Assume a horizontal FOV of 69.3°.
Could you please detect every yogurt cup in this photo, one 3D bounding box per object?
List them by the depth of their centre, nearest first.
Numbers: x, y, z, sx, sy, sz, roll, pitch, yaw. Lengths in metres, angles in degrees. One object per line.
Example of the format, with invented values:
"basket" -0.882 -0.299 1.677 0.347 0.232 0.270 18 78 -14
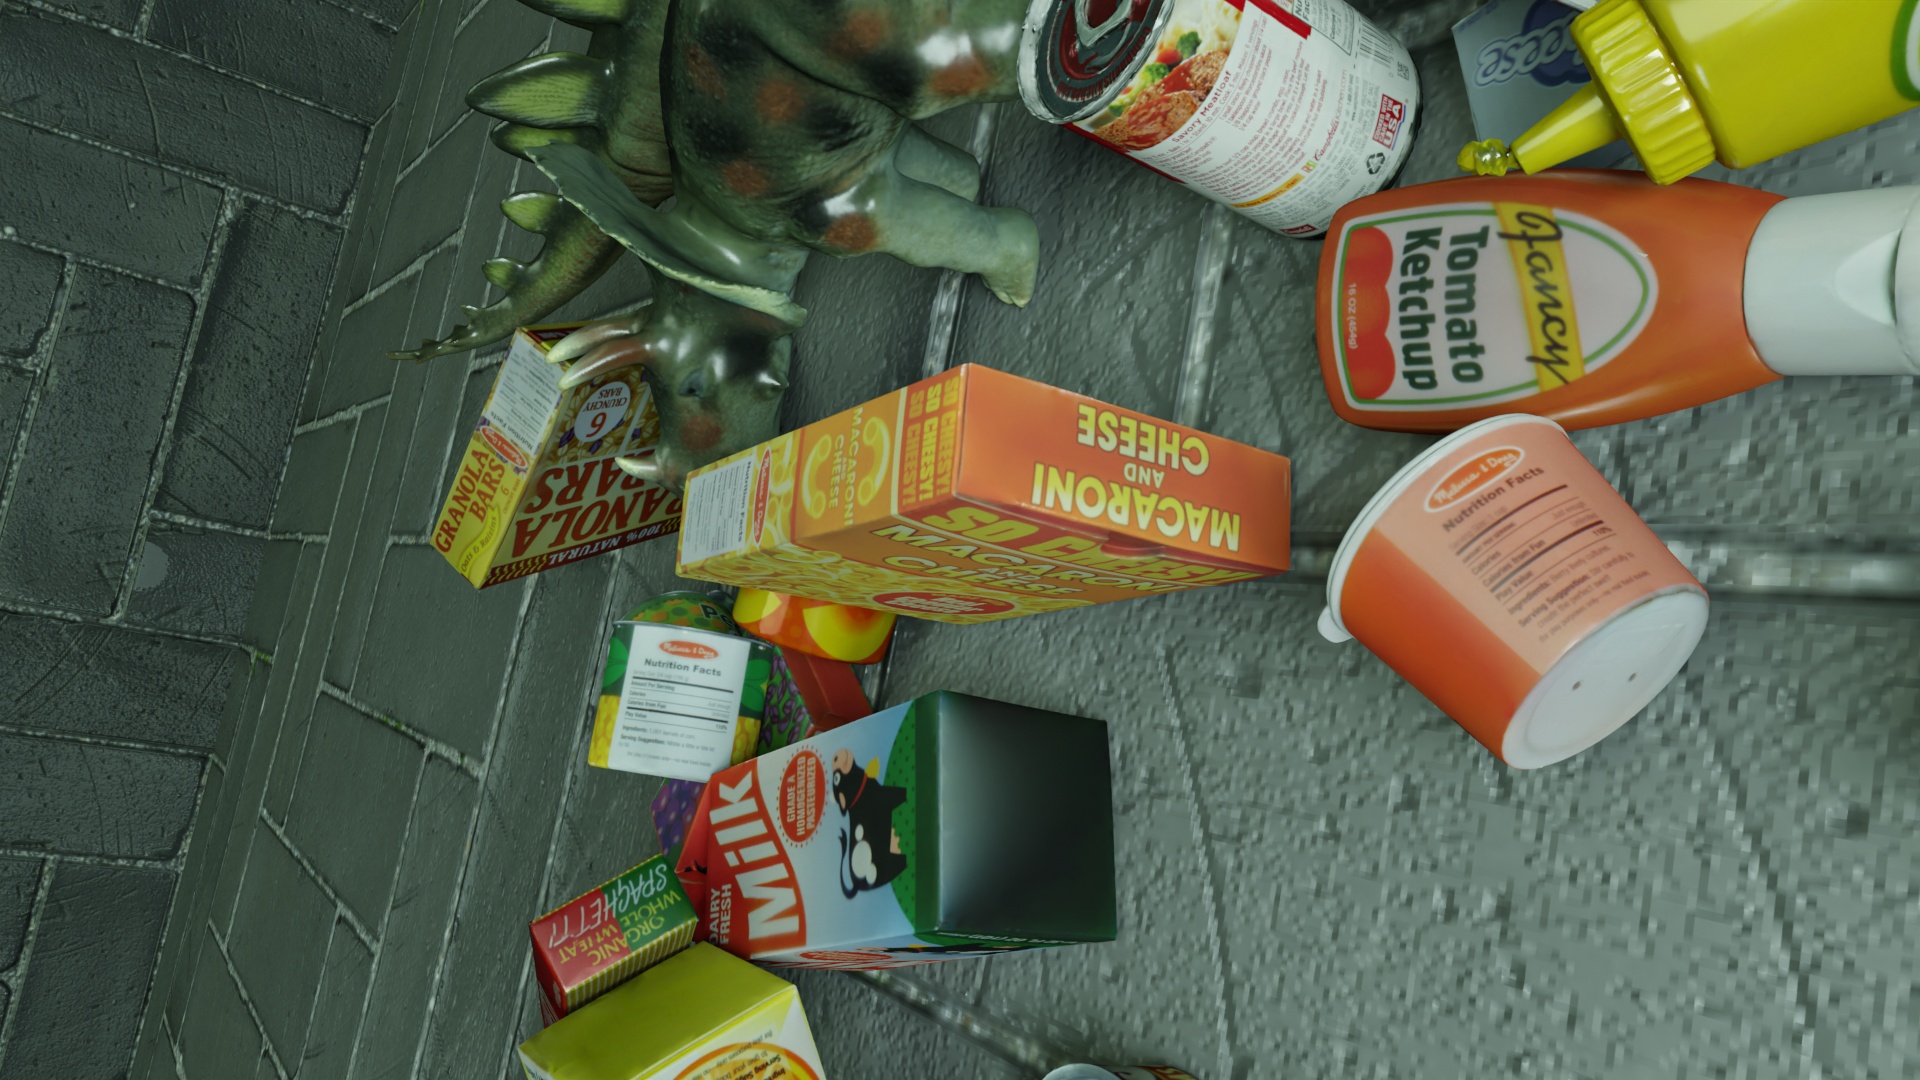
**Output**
"yogurt cup" 0.125 0.013 0.311 0.072 0.072 0.054 -57 45 25

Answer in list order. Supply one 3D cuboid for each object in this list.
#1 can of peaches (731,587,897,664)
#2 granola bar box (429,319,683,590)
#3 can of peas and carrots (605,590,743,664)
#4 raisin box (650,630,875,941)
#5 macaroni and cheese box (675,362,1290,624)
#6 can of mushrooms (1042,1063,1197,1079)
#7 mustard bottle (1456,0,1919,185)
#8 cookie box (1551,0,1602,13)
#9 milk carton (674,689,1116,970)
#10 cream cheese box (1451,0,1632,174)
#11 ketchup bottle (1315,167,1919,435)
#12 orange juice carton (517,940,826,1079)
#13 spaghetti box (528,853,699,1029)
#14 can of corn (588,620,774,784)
"can of peaches" -0.053 0.014 0.569 0.071 0.071 0.058 27 100 56
"granola bar box" -0.166 -0.049 0.683 0.039 0.166 0.123 39 116 15
"can of peas and carrots" -0.128 0.065 0.661 0.070 0.071 0.059 -61 36 20
"raisin box" -0.087 0.103 0.608 0.123 0.040 0.086 -59 37 20
"macaroni and cheese box" 0.002 -0.006 0.444 0.166 0.124 0.040 -13 70 53
"can of mushrooms" 0.047 0.178 0.383 0.071 0.033 0.071 -28 54 48
"mustard bottle" 0.173 -0.108 0.262 0.160 0.065 0.049 -28 56 28
"cookie box" 0.110 -0.208 0.315 0.168 0.040 0.122 37 120 24
"milk carton" -0.035 0.113 0.496 0.190 0.072 0.073 -27 57 49
"cream cheese box" 0.171 -0.131 0.336 0.103 0.024 0.053 -31 54 46
"ketchup bottle" 0.150 -0.055 0.316 0.149 0.044 0.064 9 103 56
"orange juice carton" -0.071 0.241 0.457 0.071 0.073 0.192 -4 106 55
"spaghetti box" -0.142 0.181 0.562 0.029 0.050 0.248 57 154 17
"can of corn" -0.113 0.067 0.565 0.071 0.071 0.058 -8 70 55
